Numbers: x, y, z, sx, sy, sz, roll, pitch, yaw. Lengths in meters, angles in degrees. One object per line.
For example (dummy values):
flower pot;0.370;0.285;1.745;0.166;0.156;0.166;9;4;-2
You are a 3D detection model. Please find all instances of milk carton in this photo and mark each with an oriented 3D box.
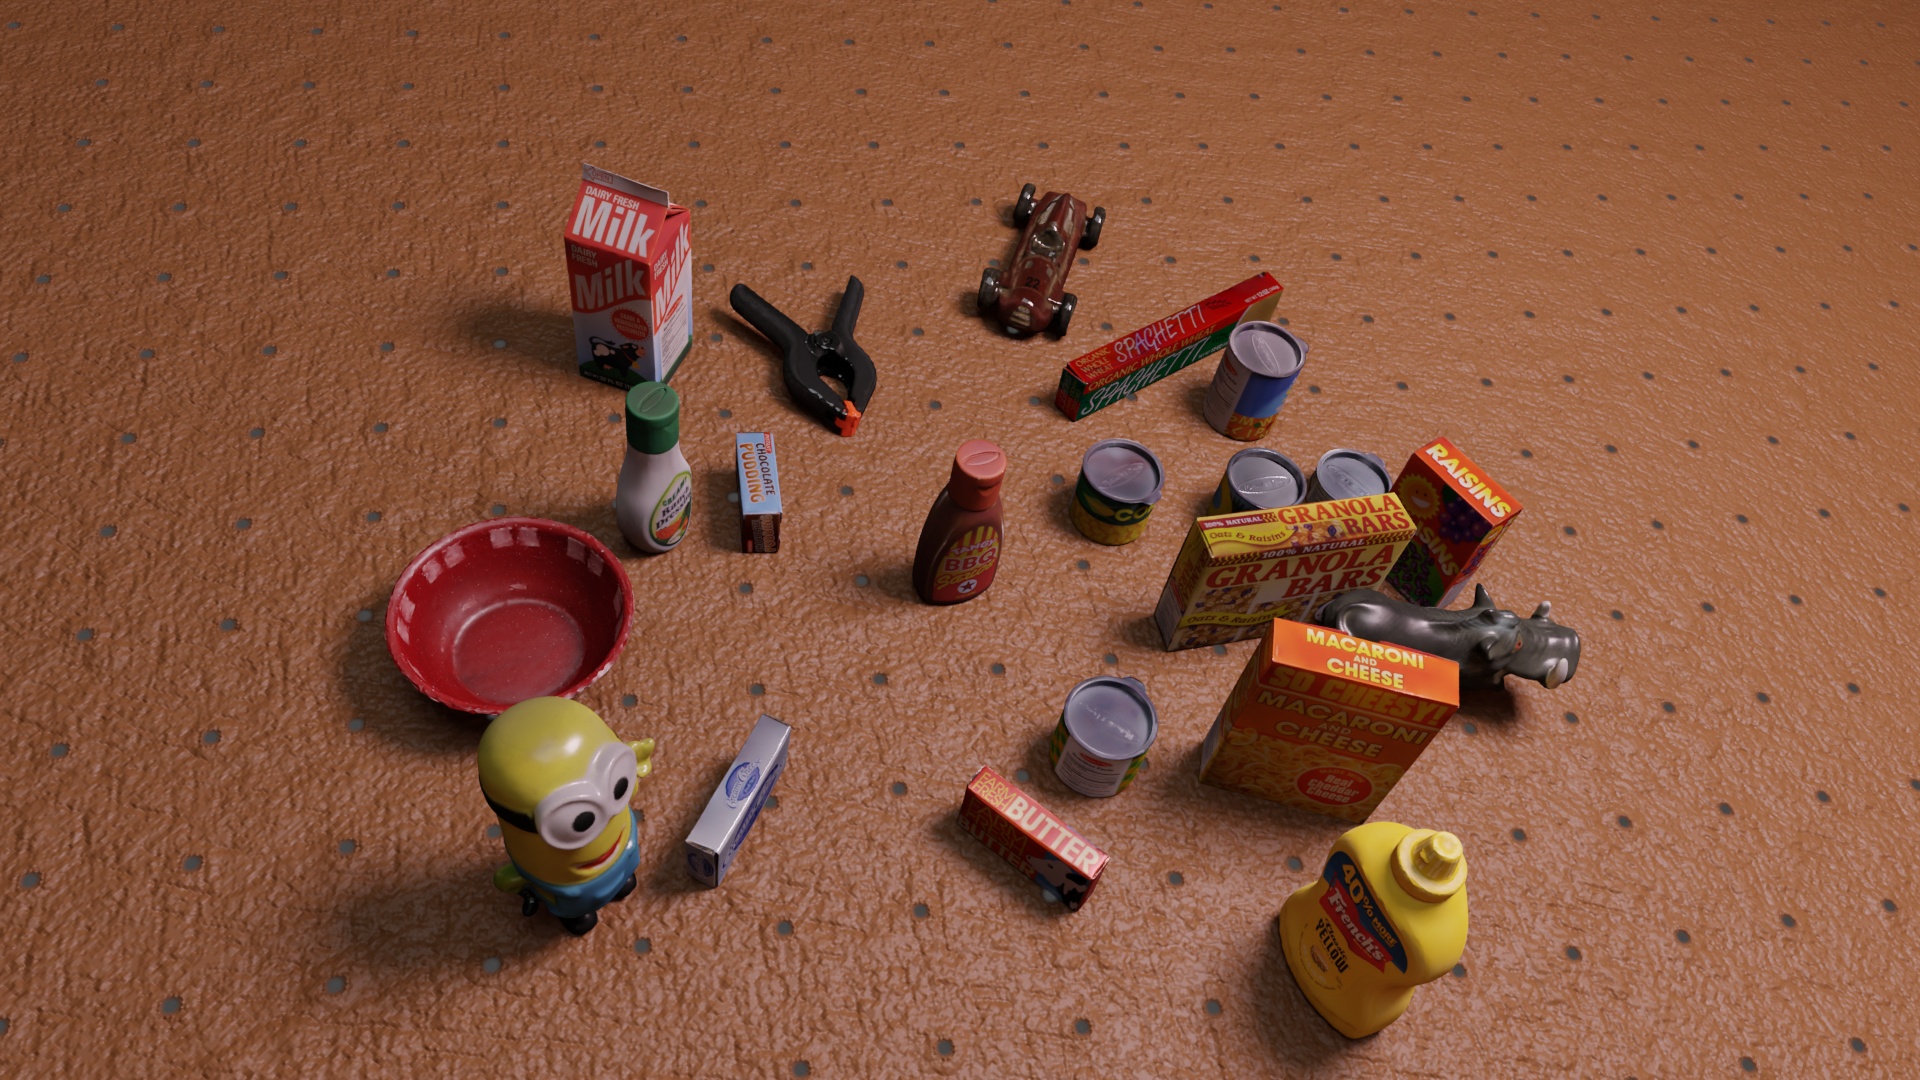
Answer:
milk carton;-0.259;-0.208;1.091;0.072;0.189;0.074;19;52;5

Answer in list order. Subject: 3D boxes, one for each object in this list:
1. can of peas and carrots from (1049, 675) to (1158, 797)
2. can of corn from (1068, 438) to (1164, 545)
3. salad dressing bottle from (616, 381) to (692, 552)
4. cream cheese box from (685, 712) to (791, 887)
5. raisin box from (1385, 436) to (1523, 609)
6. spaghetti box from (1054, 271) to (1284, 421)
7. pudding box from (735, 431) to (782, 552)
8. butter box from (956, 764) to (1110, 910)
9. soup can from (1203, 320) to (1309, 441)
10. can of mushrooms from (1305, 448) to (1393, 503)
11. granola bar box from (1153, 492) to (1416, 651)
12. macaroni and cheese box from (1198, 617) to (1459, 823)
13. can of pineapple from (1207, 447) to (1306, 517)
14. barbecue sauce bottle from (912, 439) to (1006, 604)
can of peas and carrots;0.100;0.136;0.973;0.071;0.058;0.071;5;52;-7
can of corn;0.126;-0.037;1.113;0.071;0.058;0.071;5;52;-7
salad dressing bottle;-0.221;-0.052;1.003;0.044;0.146;0.064;29;53;12
cream cheese box;-0.144;0.169;0.905;0.024;0.053;0.104;23;52;7
raisin box;0.375;-0.010;1.096;0.040;0.122;0.086;-26;61;-27
spaghetti box;0.188;-0.175;1.238;0.251;0.049;0.029;-28;62;-28
pudding box;-0.155;-0.038;1.066;0.030;0.049;0.084;-2;53;-12
butter box;0.046;0.197;0.918;0.103;0.052;0.024;35;54;16
soup can;0.255;-0.137;1.199;0.071;0.083;0.072;5;52;-7
can of mushrooms;0.329;-0.043;1.171;0.071;0.033;0.071;5;52;-7
granola bar box;0.240;0.024;1.045;0.166;0.123;0.039;-7;54;-16
macaroni and cheese box;0.244;0.124;0.940;0.124;0.165;0.040;14;51;0
can of pineapple;0.241;-0.031;1.130;0.071;0.057;0.071;5;52;-7
barbecue sauce bottle;0.004;-0.013;1.014;0.065;0.147;0.044;-15;57;-21
